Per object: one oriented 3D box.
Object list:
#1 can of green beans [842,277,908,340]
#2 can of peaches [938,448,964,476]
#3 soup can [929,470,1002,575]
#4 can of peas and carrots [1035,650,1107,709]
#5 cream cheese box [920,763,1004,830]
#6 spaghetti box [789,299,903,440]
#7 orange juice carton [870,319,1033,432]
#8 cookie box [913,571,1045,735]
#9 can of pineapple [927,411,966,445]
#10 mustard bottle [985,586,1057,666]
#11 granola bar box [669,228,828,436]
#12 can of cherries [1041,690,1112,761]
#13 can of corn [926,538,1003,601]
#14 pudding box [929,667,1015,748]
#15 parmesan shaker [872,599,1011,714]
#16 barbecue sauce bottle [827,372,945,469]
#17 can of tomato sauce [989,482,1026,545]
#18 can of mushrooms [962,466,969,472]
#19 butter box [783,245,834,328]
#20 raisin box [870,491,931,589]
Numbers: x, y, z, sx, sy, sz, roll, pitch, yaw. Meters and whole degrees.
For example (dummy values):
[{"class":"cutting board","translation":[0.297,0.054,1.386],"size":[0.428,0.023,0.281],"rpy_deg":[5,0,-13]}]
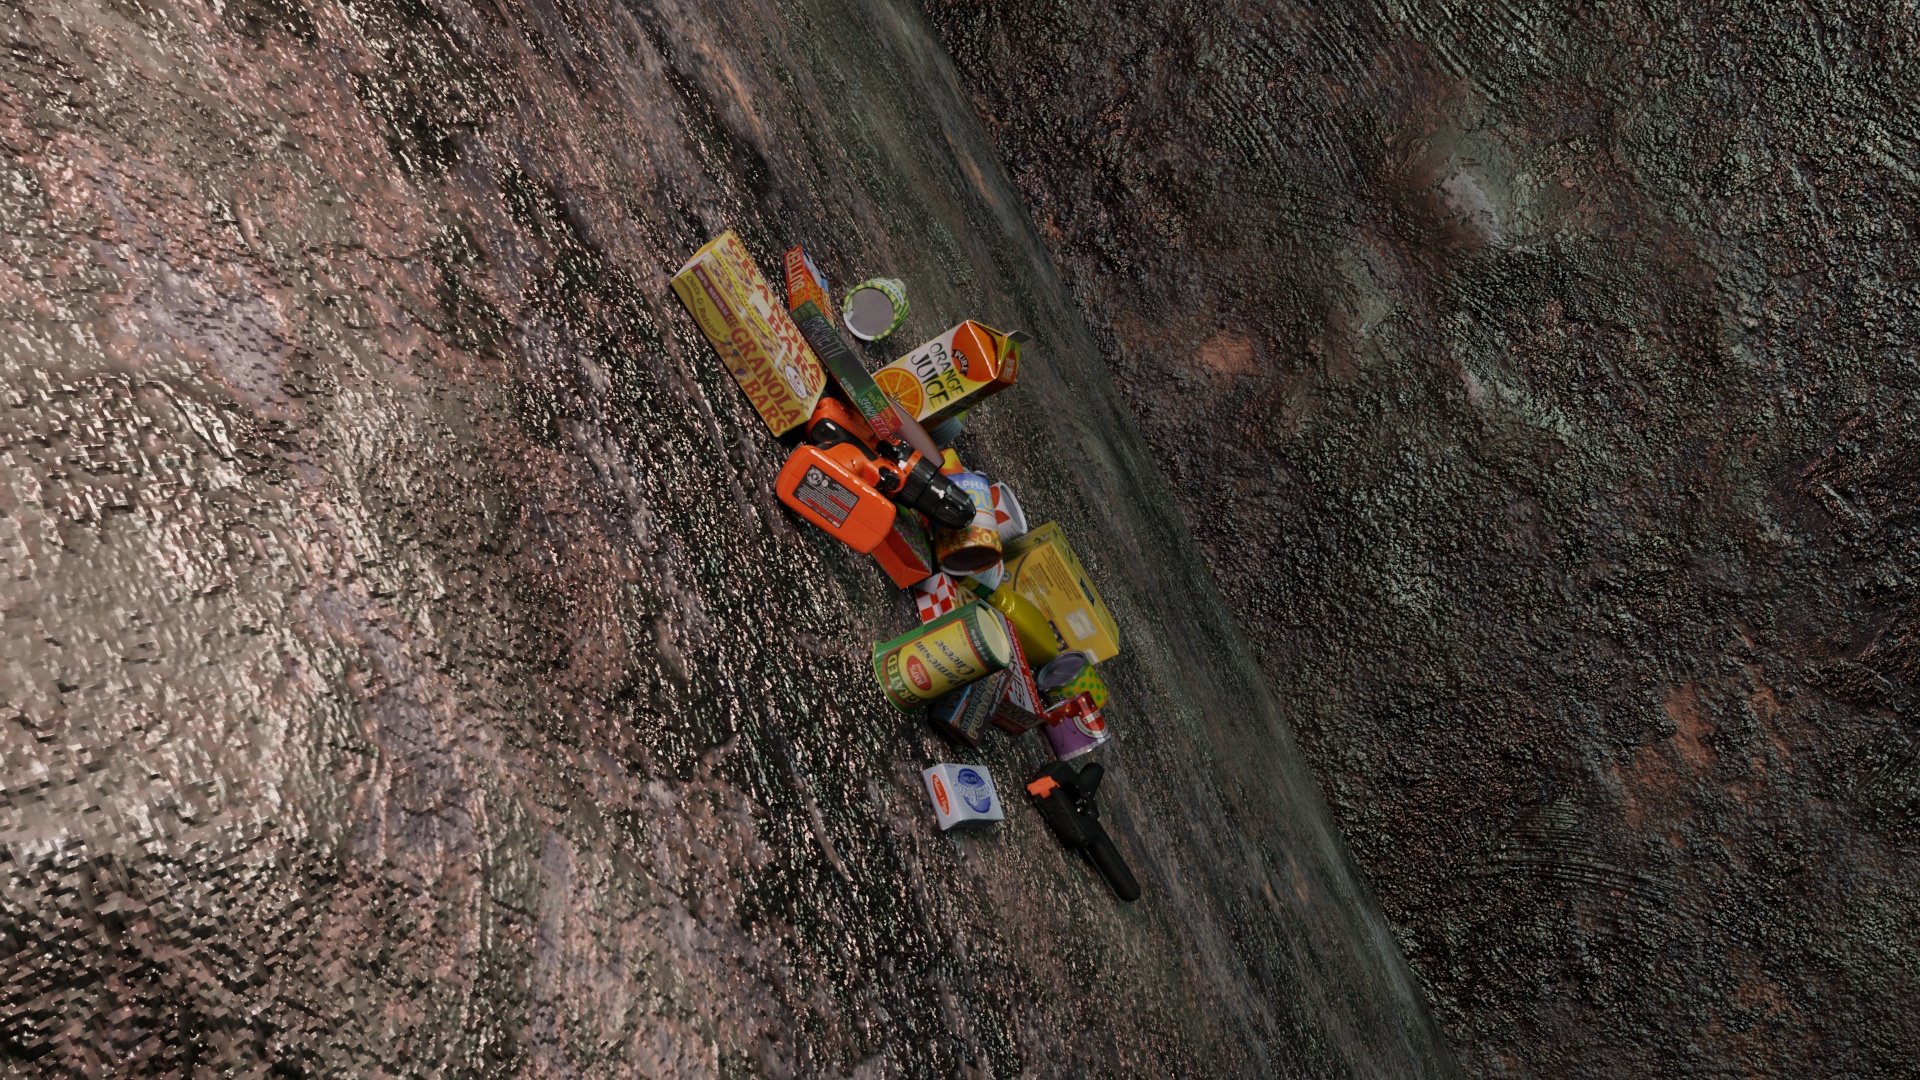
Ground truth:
[{"class":"can of green beans","translation":[-0.098,-0.268,1.603],"size":[0.071,0.071,0.058],"rpy_deg":[60,16,-10]},{"class":"can of peaches","translation":[-0.025,-0.060,1.503],"size":[0.058,0.071,0.071],"rpy_deg":[64,16,2]},{"class":"soup can","translation":[0.005,-0.017,1.380],"size":[0.071,0.071,0.084],"rpy_deg":[39,35,-56]},{"class":"can of peas and carrots","translation":[0.129,0.173,1.620],"size":[0.058,0.071,0.071],"rpy_deg":[58,17,-21]},{"class":"cream cheese box","translation":[0.003,0.225,1.217],"size":[0.104,0.024,0.053],"rpy_deg":[24,43,-65]},{"class":"spaghetti box","translation":[-0.114,-0.168,1.327],"size":[0.050,0.029,0.251],"rpy_deg":[56,-2,-34]},{"class":"orange juice carton","translation":[-0.012,-0.177,1.497],"size":[0.073,0.192,0.072],"rpy_deg":[64,17,7]},{"class":"cookie box","translation":[0.020,0.118,1.411],"size":[0.167,0.040,0.123],"rpy_deg":[37,30,-55]},{"class":"can of pineapple","translation":[-0.034,-0.154,1.621],"size":[0.057,0.071,0.071],"rpy_deg":[48,22,-44]},{"class":"mustard bottle","translation":[0.055,0.087,1.550],"size":[0.160,0.048,0.065],"rpy_deg":[43,25,-48]},{"class":"granola bar box","translation":[-0.187,-0.188,1.250],"size":[0.165,0.039,0.125],"rpy_deg":[57,16,-20]},{"class":"can of cherries","translation":[0.130,0.207,1.554],"size":[0.058,0.071,0.071],"rpy_deg":[64,16,3]},{"class":"can of corn","translation":[0.000,0.027,1.444],"size":[0.058,0.071,0.071],"rpy_deg":[31,35,-53]},{"class":"pudding box","translation":[0.011,0.143,1.283],"size":[0.049,0.030,0.084],"rpy_deg":[49,60,-36]},{"class":"parmesan shaker","translation":[-0.017,0.099,1.210],"size":[0.071,0.103,0.072],"rpy_deg":[55,18,-27]},{"class":"barbecue sauce bottle","translation":[-0.082,-0.122,1.439],"size":[0.148,0.065,0.043],"rpy_deg":[53,-19,-7]},{"class":"can of tomato sauce","translation":[0.023,-0.021,1.557],"size":[0.071,0.083,0.071],"rpy_deg":[55,18,-28]},{"class":"can of mushrooms","translation":[0.003,-0.050,1.634],"size":[0.071,0.033,0.071],"rpy_deg":[55,17,-26]},{"class":"butter box","translation":[-0.161,-0.262,1.474],"size":[0.053,0.024,0.104],"rpy_deg":[48,22,-45]},{"class":"raisin box","translation":[-0.066,-0.024,1.367],"size":[0.086,0.040,0.124],"rpy_deg":[52,19,-31]}]
